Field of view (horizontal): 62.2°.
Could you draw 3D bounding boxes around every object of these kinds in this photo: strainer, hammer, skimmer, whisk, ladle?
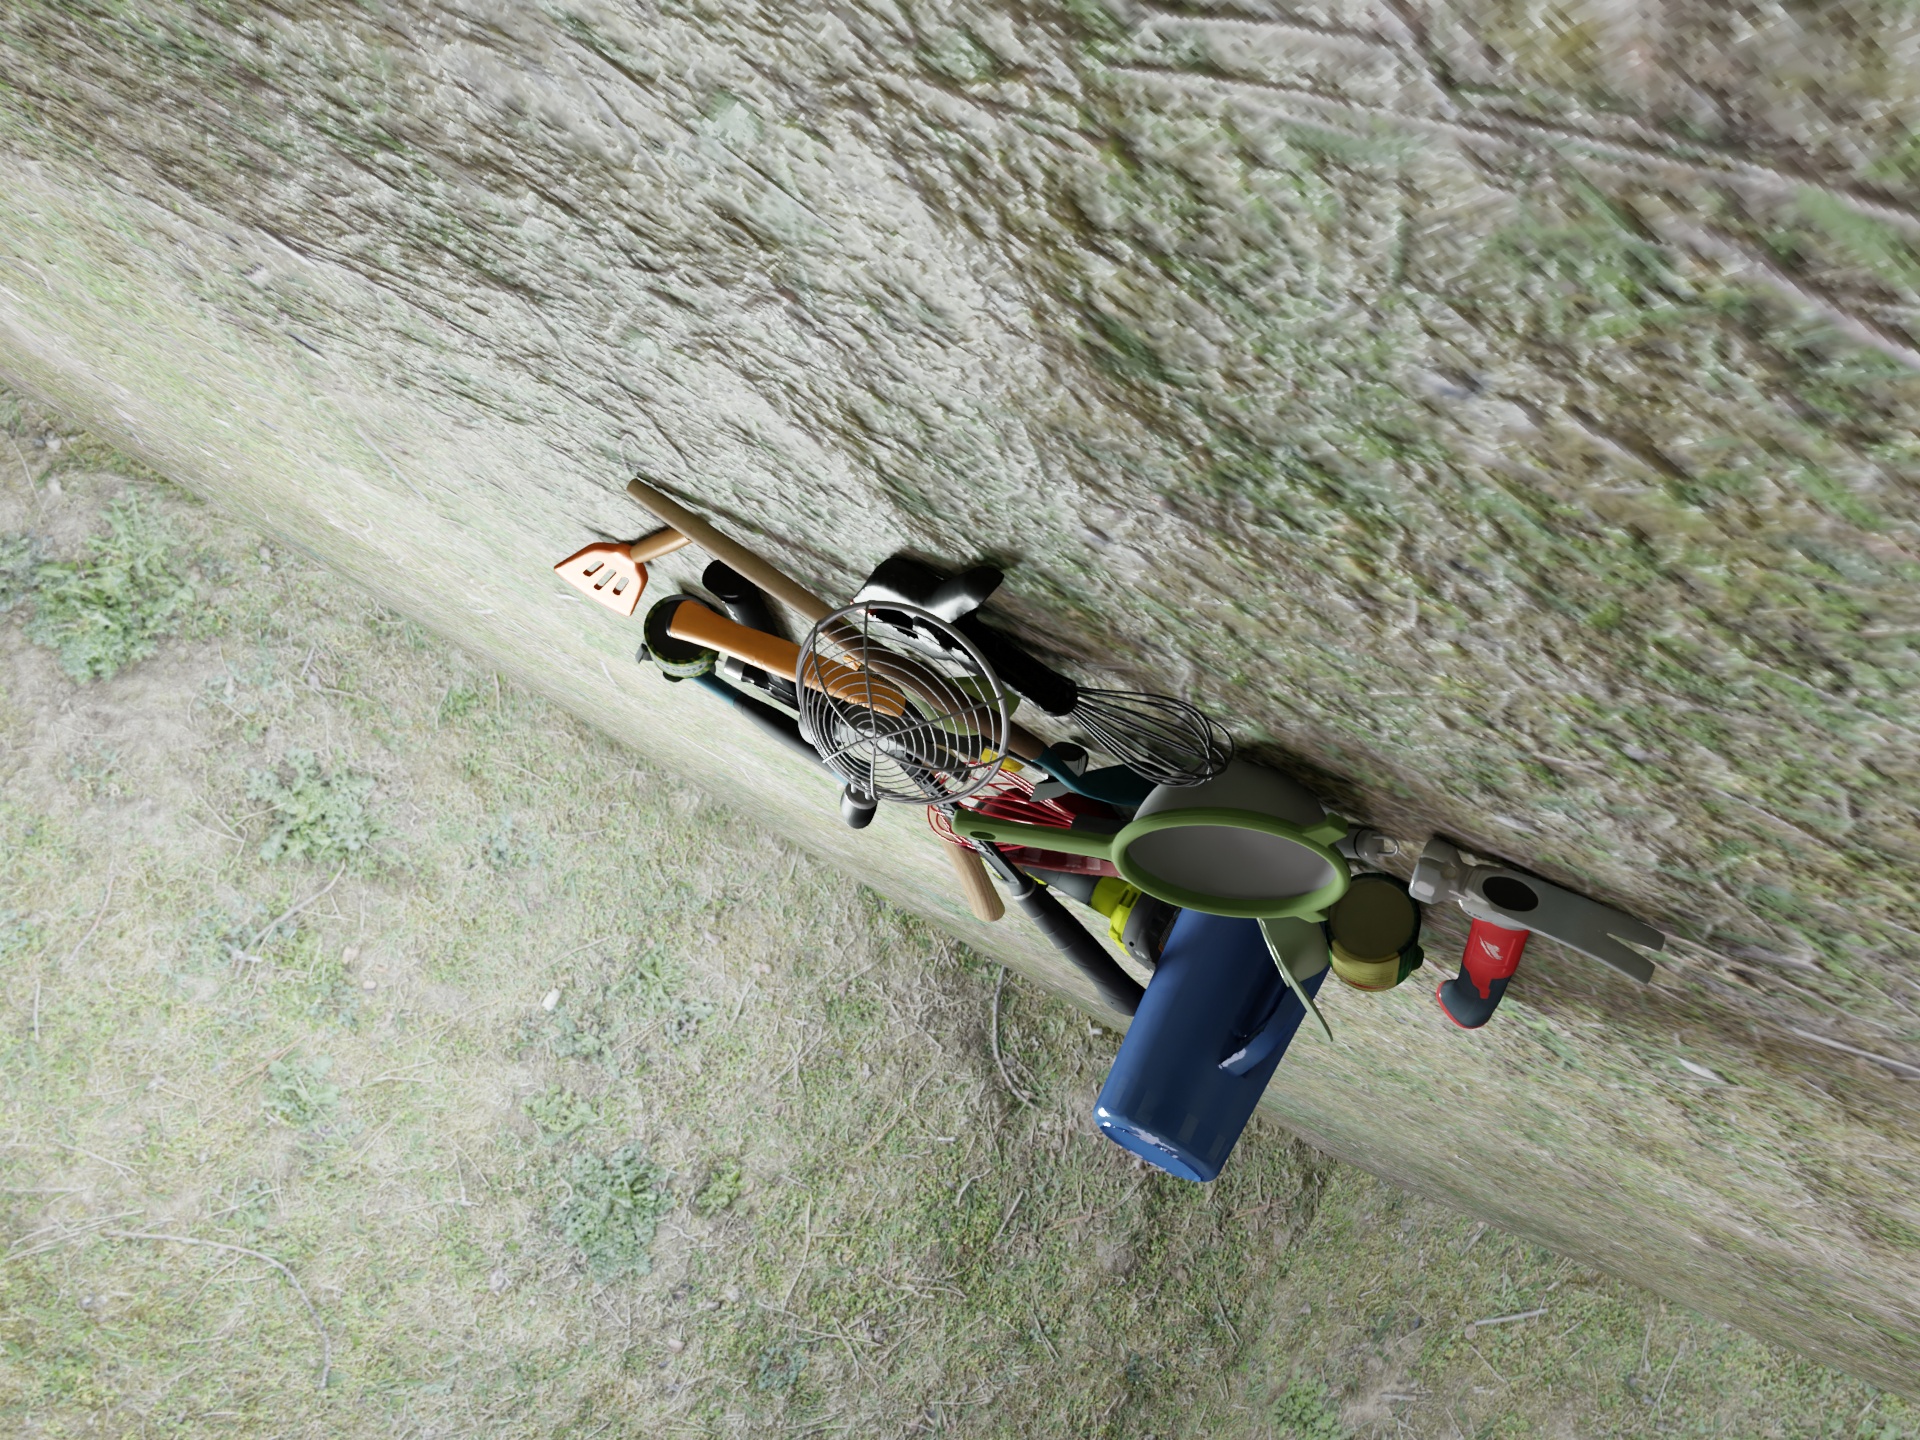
[{"bbox_3d":[0.124,0.062,1.030,0.256,0.069,0.151,7,153,12],"label":"strainer"},{"bbox_3d":[0.044,0.117,1.195,0.149,0.036,0.408,11,152,44],"label":"hammer"},{"bbox_3d":[-0.044,0.016,0.991,0.127,0.090,0.363,34,170,2],"label":"skimmer"},{"bbox_3d":[-0.011,0.091,1.486,0.130,0.031,0.331,20,151,32],"label":"hammer"},{"bbox_3d":[0.207,0.081,1.107,0.258,0.050,0.087,-1,105,58],"label":"strainer"},{"bbox_3d":[0.380,0.172,1.098,0.143,0.038,0.386,22,167,21],"label":"hammer"},{"bbox_3d":[0.077,0.078,1.202,0.296,0.073,0.073,10,158,46],"label":"whisk"},{"bbox_3d":[0.067,-0.018,1.004,0.239,0.055,0.055,28,170,30],"label":"whisk"},{"bbox_3d":[-0.199,-0.011,1.536,0.331,0.033,0.128,29,-179,38],"label":"hammer"},{"bbox_3d":[-0.071,-0.019,1.184,0.337,0.034,0.127,22,-172,12],"label":"hammer"},{"bbox_3d":[-0.098,-0.089,1.106,0.320,0.062,0.078,34,-167,9],"label":"ladle"},{"bbox_3d":[-0.162,-0.064,1.360,0.146,0.035,0.334,27,168,9],"label":"hammer"}]

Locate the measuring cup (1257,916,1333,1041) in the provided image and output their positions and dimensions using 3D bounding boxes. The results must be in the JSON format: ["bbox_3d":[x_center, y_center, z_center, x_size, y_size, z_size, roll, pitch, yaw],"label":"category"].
[{"bbox_3d":[0.238,0.163,1.082,0.168,0.038,0.083,-107,-7,-66],"label":"measuring cup"}]

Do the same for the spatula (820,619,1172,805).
[{"bbox_3d":[0.036,-0.001,1.027,0.317,0.044,0.082,30,-177,-36],"label":"spatula"}]

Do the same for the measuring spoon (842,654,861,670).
[{"bbox_3d":[-0.047,-0.028,1.316,0.117,0.011,0.021,29,158,14],"label":"measuring spoon"}]

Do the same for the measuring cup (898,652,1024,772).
[{"bbox_3d":[-0.002,-0.004,1.252,0.156,0.029,0.062,36,166,-35],"label":"measuring cup"}]

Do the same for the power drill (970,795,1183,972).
[{"bbox_3d":[0.121,0.169,1.602,0.229,0.080,0.190,26,167,26],"label":"power drill"}]

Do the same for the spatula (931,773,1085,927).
[{"bbox_3d":[0.043,0.130,1.455,0.060,0.018,0.315,15,157,39],"label":"spatula"}]

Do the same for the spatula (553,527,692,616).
[{"bbox_3d":[-0.260,-0.130,1.291,0.081,0.041,0.323,34,167,-21],"label":"spatula"}]
